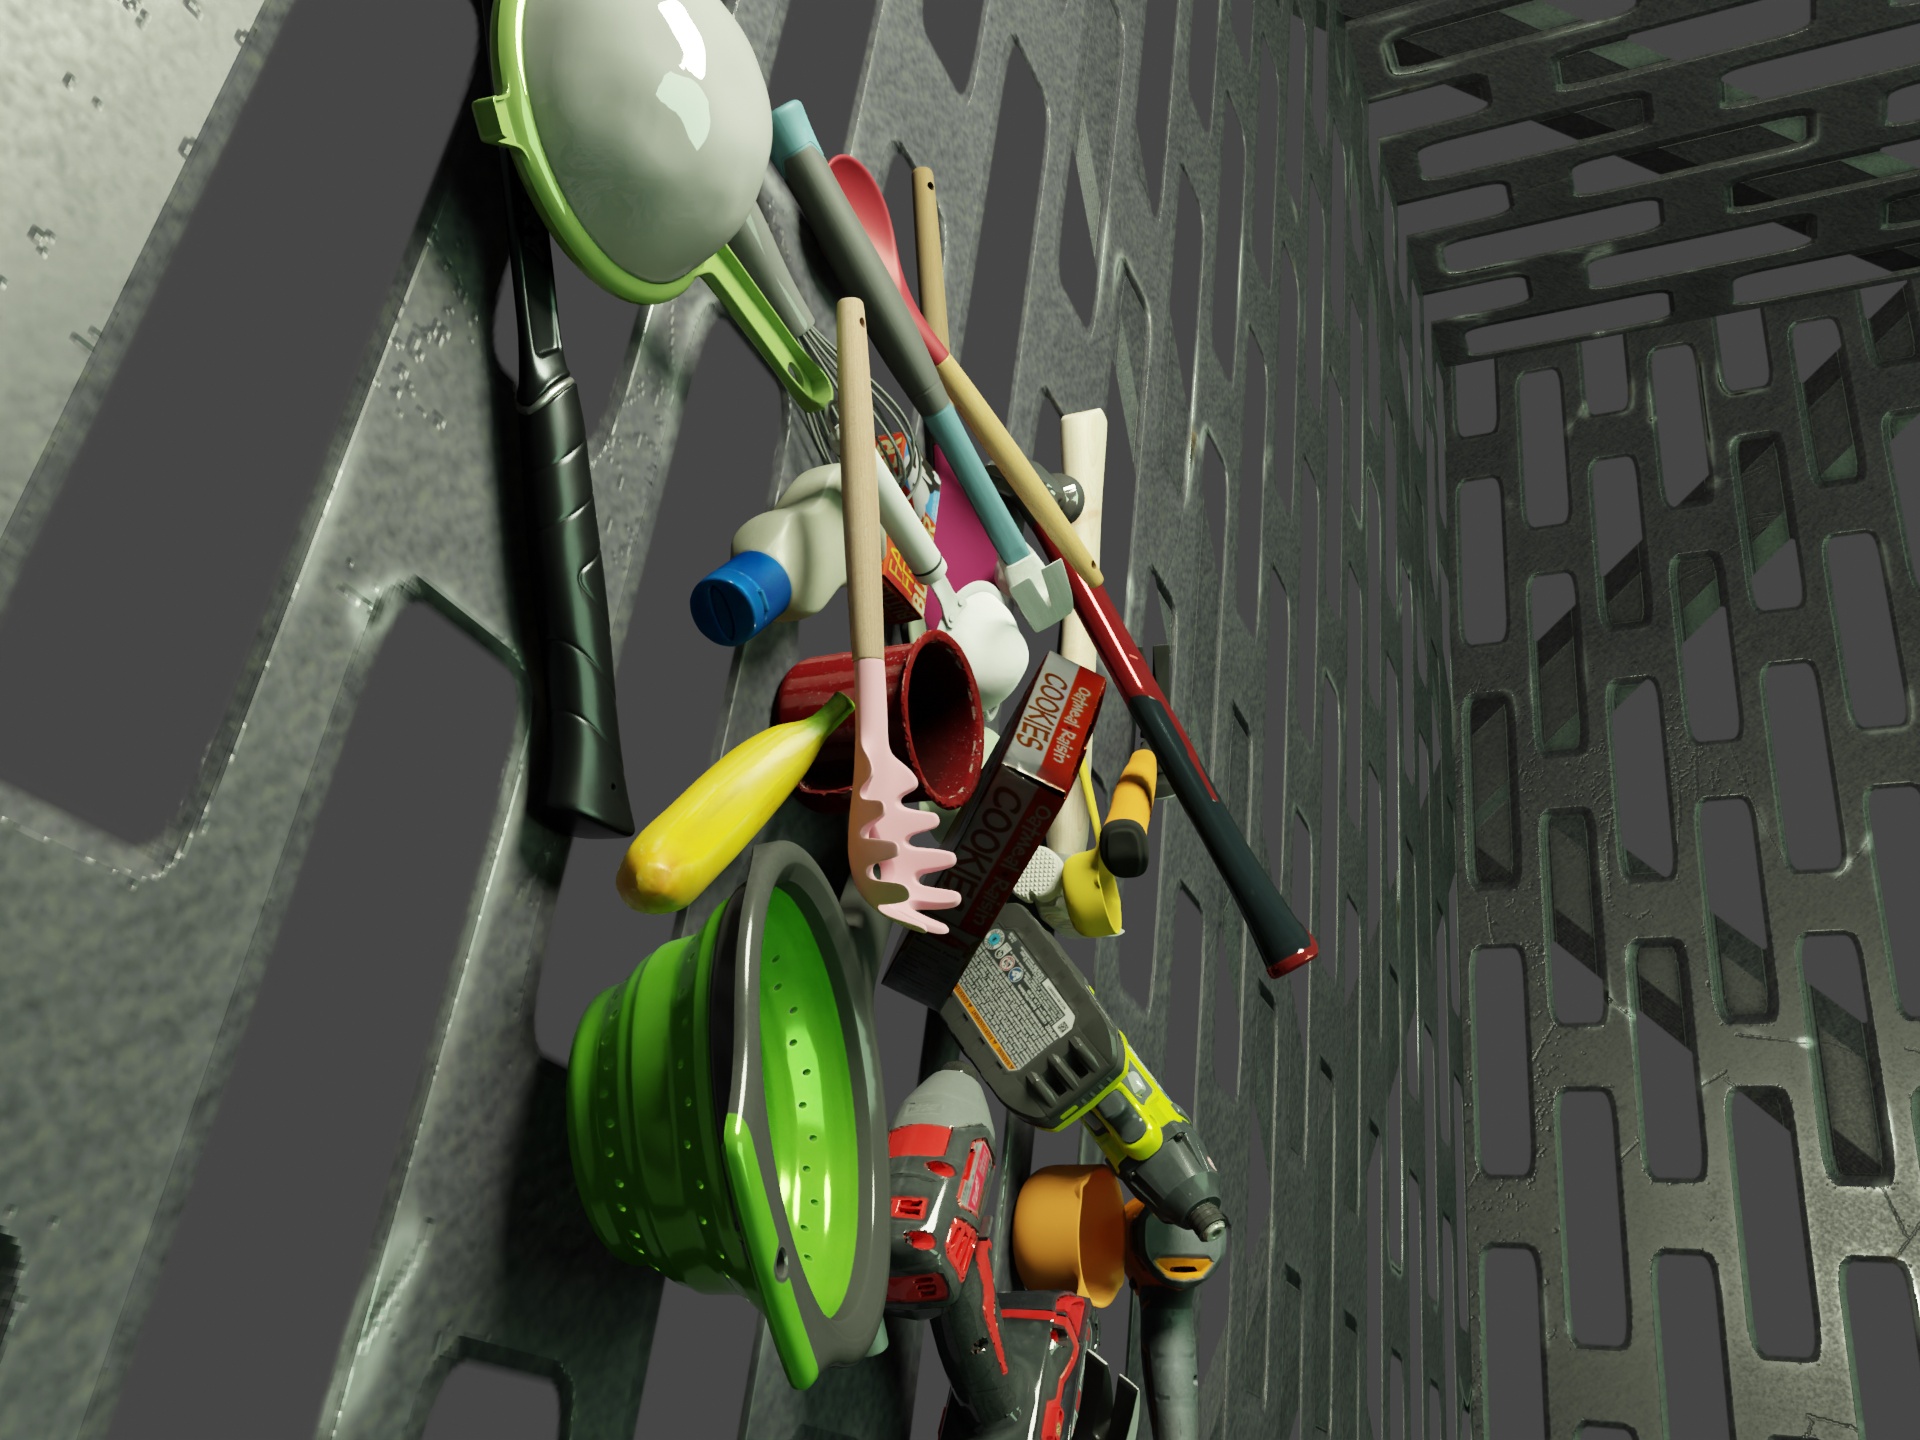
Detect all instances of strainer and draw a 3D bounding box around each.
[{"bbox_3d":[-0.101,-0.228,0.703,0.256,0.069,0.152,51,39,-50],"label":"strainer"},{"bbox_3d":[-0.013,-0.077,0.872,0.087,0.050,0.258,-61,140,-26],"label":"strainer"}]

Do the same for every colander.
[{"bbox_3d":[-0.090,0.131,0.717,0.397,0.094,0.204,-76,155,-72],"label":"colander"}]

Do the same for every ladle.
[{"bbox_3d":[0.003,-0.200,0.968,0.315,0.031,0.069,52,47,-27],"label":"ladle"}]

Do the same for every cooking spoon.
[{"bbox_3d":[-0.013,-0.200,1.013,0.068,0.017,0.319,1,81,-40],"label":"cooking spoon"}]

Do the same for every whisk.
[{"bbox_3d":[-0.085,-0.209,0.837,0.238,0.055,0.055,59,34,-34],"label":"whisk"}]

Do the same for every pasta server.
[{"bbox_3d":[-0.038,-0.056,0.758,0.060,0.040,0.316,21,63,-63],"label":"pasta server"}]

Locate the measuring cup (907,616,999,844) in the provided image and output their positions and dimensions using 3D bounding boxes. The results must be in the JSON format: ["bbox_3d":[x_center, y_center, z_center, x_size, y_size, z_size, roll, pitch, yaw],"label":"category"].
[{"bbox_3d":[-0.002,-0.003,0.968,0.083,0.038,0.167,-39,121,-61],"label":"measuring cup"}]

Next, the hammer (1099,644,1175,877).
[{"bbox_3d":[0.131,0.035,1.153,0.337,0.034,0.127,-51,137,-74],"label":"hammer"}]

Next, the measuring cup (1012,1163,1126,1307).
[{"bbox_3d":[0.055,0.355,0.991,0.095,0.052,0.174,68,31,-30],"label":"measuring cup"}]

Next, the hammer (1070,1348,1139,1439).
[{"bbox_3d":[-0.034,0.379,0.709,0.334,0.035,0.146,10,101,-48],"label":"hammer"}]

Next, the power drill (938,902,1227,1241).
[{"bbox_3d":[0.080,0.220,0.967,0.171,0.080,0.223,50,0,45],"label":"power drill"}]

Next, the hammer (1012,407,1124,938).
[{"bbox_3d":[0.090,-0.045,1.178,0.146,0.038,0.411,43,46,-56],"label":"hammer"}]

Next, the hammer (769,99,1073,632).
[{"bbox_3d":[-0.022,-0.188,0.892,0.330,0.033,0.128,59,1,-26],"label":"hammer"}]

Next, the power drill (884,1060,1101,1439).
[{"bbox_3d":[0.008,0.297,0.852,0.143,0.078,0.219,-71,148,-54],"label":"power drill"}]

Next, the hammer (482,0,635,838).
[{"bbox_3d":[-0.171,-0.153,0.655,0.149,0.036,0.409,-7,91,-66],"label":"hammer"}]

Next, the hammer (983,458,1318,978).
[{"bbox_3d":[0.121,-0.006,1.053,0.143,0.038,0.386,-3,62,-62],"label":"hammer"}]

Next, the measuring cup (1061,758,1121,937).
[{"bbox_3d":[0.076,0.068,1.051,0.062,0.029,0.157,46,31,-64],"label":"measuring cup"}]

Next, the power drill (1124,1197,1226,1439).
[{"bbox_3d":[0.137,0.439,1.082,0.164,0.084,0.227,104,-13,-72],"label":"power drill"}]
